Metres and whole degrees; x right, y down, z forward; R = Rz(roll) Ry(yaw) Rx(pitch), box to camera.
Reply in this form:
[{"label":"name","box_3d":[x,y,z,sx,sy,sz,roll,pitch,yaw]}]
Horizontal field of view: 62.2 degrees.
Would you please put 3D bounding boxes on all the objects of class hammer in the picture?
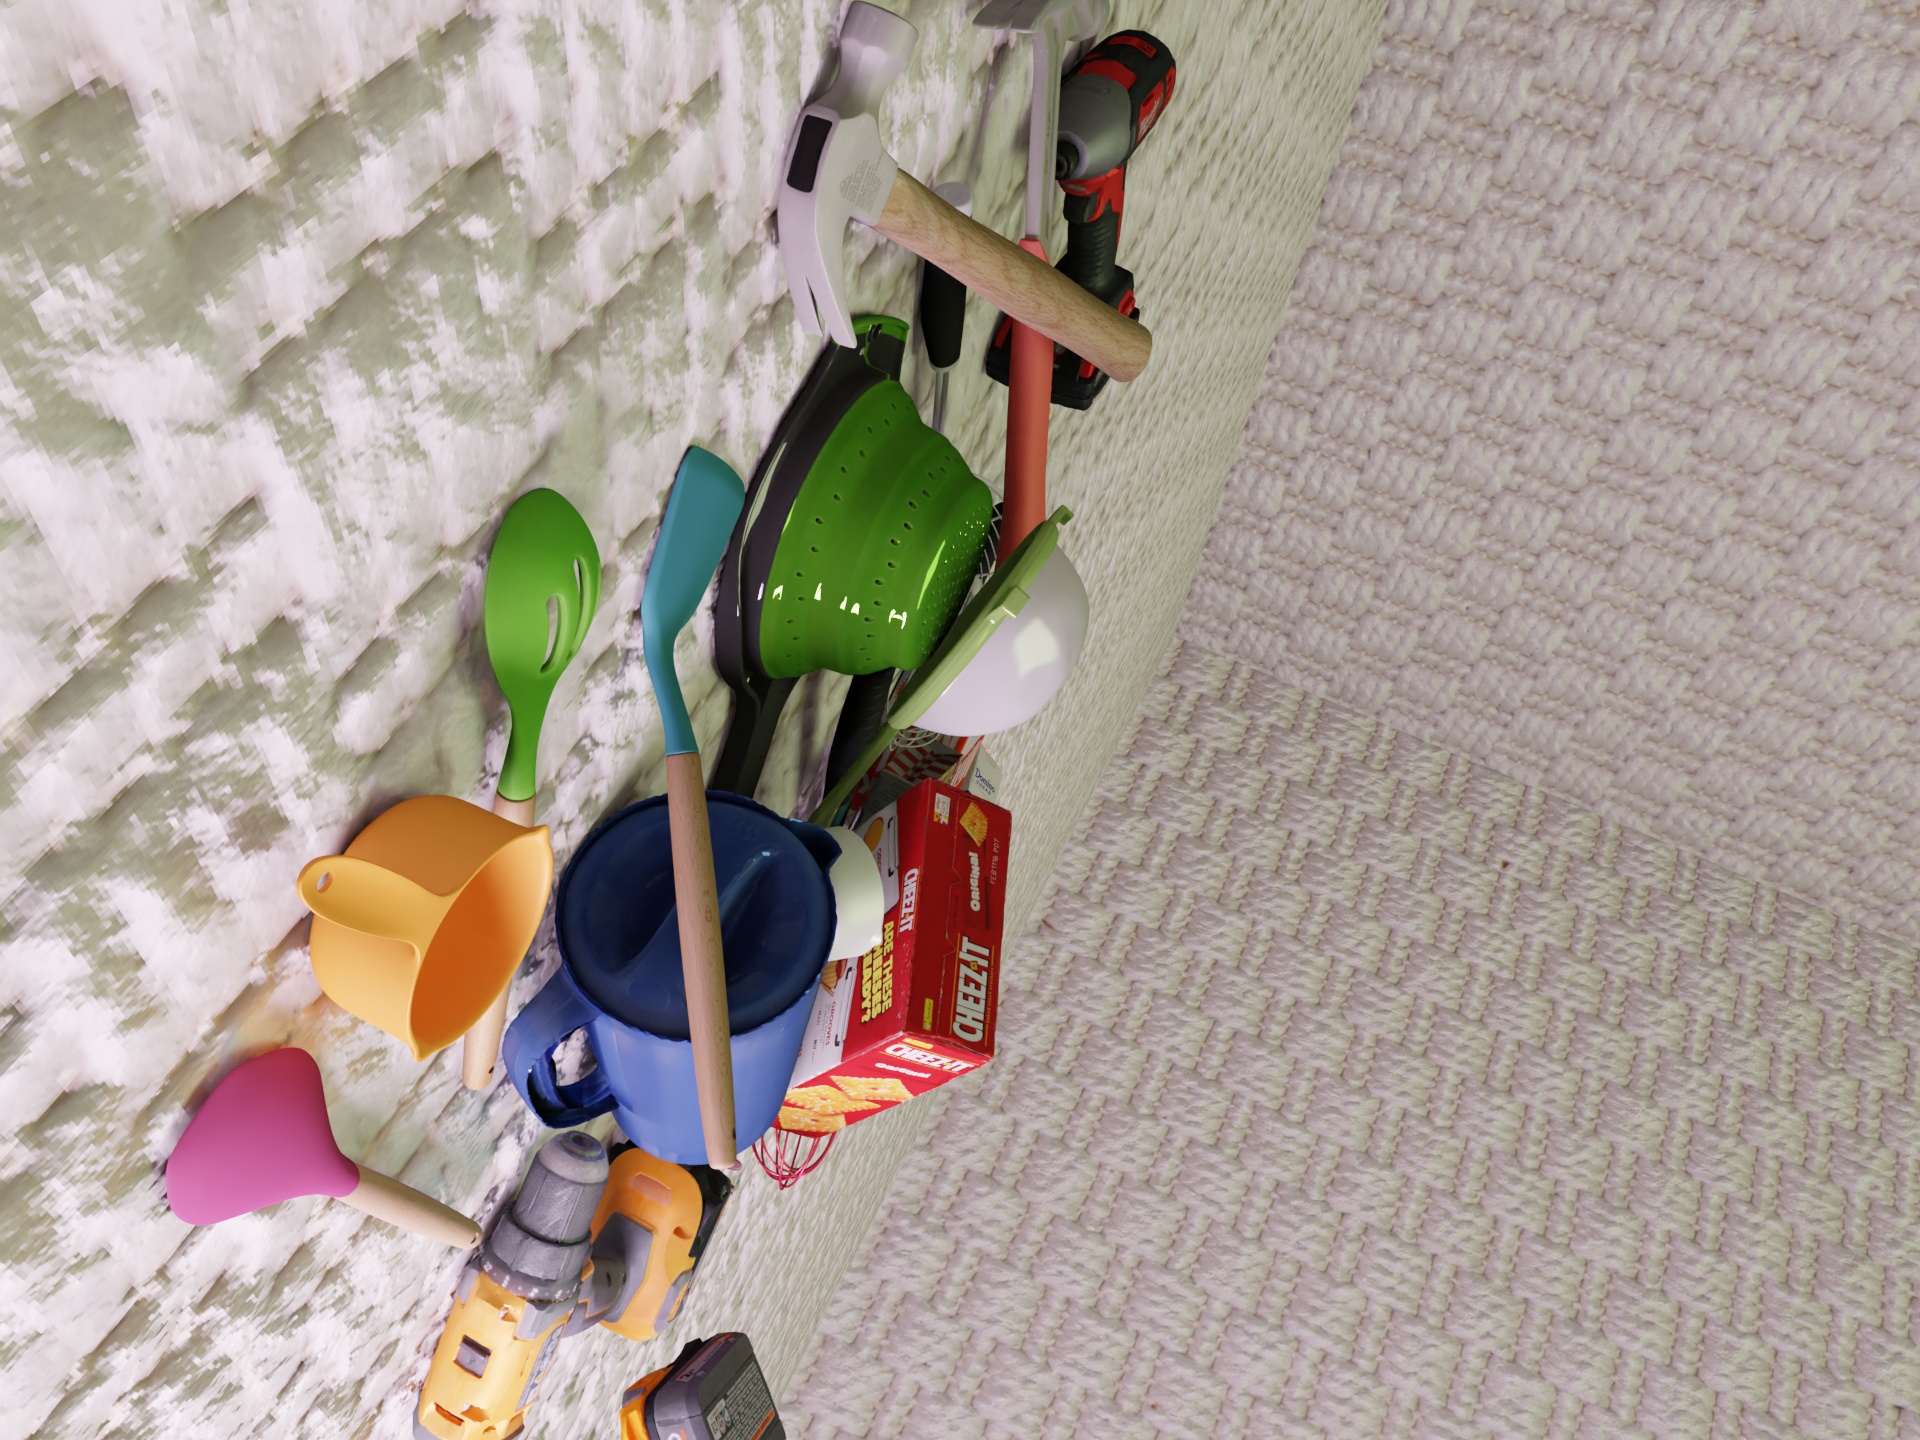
[{"label":"hammer","box_3d":[0.018,-0.224,0.798,0.331,0.031,0.130,8,108,-60]},{"label":"hammer","box_3d":[0.040,-0.229,0.918,0.149,0.037,0.358,-54,151,-54]},{"label":"hammer","box_3d":[-0.081,0.042,1.088,0.128,0.033,0.330,-59,173,-39]}]

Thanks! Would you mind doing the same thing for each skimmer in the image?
[{"label":"skimmer","box_3d":[0.015,-0.176,0.990,0.363,0.090,0.127,96,15,-59]}]

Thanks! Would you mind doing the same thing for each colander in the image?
[{"label":"colander","box_3d":[-0.071,-0.021,0.892,0.204,0.094,0.397,-40,152,-69]}]

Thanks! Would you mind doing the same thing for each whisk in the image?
[{"label":"whisk","box_3d":[-0.006,-0.081,1.215,0.070,0.070,0.285,102,10,-48]},{"label":"whisk","box_3d":[-0.110,0.229,1.279,0.073,0.073,0.296,94,8,-62]}]

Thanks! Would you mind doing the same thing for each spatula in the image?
[{"label":"spatula","box_3d":[-0.113,0.040,0.718,0.082,0.044,0.317,27,56,-80]}]

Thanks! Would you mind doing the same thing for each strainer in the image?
[{"label":"strainer","box_3d":[-0.002,-0.003,0.947,0.256,0.069,0.151,-50,-174,29]}]

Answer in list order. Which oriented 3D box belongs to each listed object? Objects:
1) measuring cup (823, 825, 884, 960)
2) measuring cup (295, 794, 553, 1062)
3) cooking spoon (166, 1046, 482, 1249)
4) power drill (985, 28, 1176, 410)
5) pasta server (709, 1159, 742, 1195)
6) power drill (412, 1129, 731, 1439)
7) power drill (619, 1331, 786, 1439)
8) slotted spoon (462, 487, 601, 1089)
[{"label":"measuring cup","box_3d":[-0.097,0.135,0.932,0.038,0.083,0.167,-5,132,-40]},{"label":"measuring cup","box_3d":[-0.199,0.059,0.542,0.095,0.052,0.173,-64,168,-12]},{"label":"cooking spoon","box_3d":[-0.253,0.198,0.674,0.069,0.017,0.318,-61,168,-22]},{"label":"power drill","box_3d":[0.079,-0.323,1.045,0.219,0.078,0.143,98,18,-49]},{"label":"pasta server","box_3d":[-0.166,0.242,1.172,0.060,0.040,0.316,-77,-179,-52]},{"label":"power drill","box_3d":[-0.219,0.312,0.948,0.185,0.084,0.226,-67,165,6]},{"label":"power drill","box_3d":[-0.224,0.442,0.935,0.226,0.084,0.164,-24,174,6]},{"label":"slotted spoon","box_3d":[-0.185,0.047,0.659,0.070,0.031,0.313,-56,168,-55]}]
